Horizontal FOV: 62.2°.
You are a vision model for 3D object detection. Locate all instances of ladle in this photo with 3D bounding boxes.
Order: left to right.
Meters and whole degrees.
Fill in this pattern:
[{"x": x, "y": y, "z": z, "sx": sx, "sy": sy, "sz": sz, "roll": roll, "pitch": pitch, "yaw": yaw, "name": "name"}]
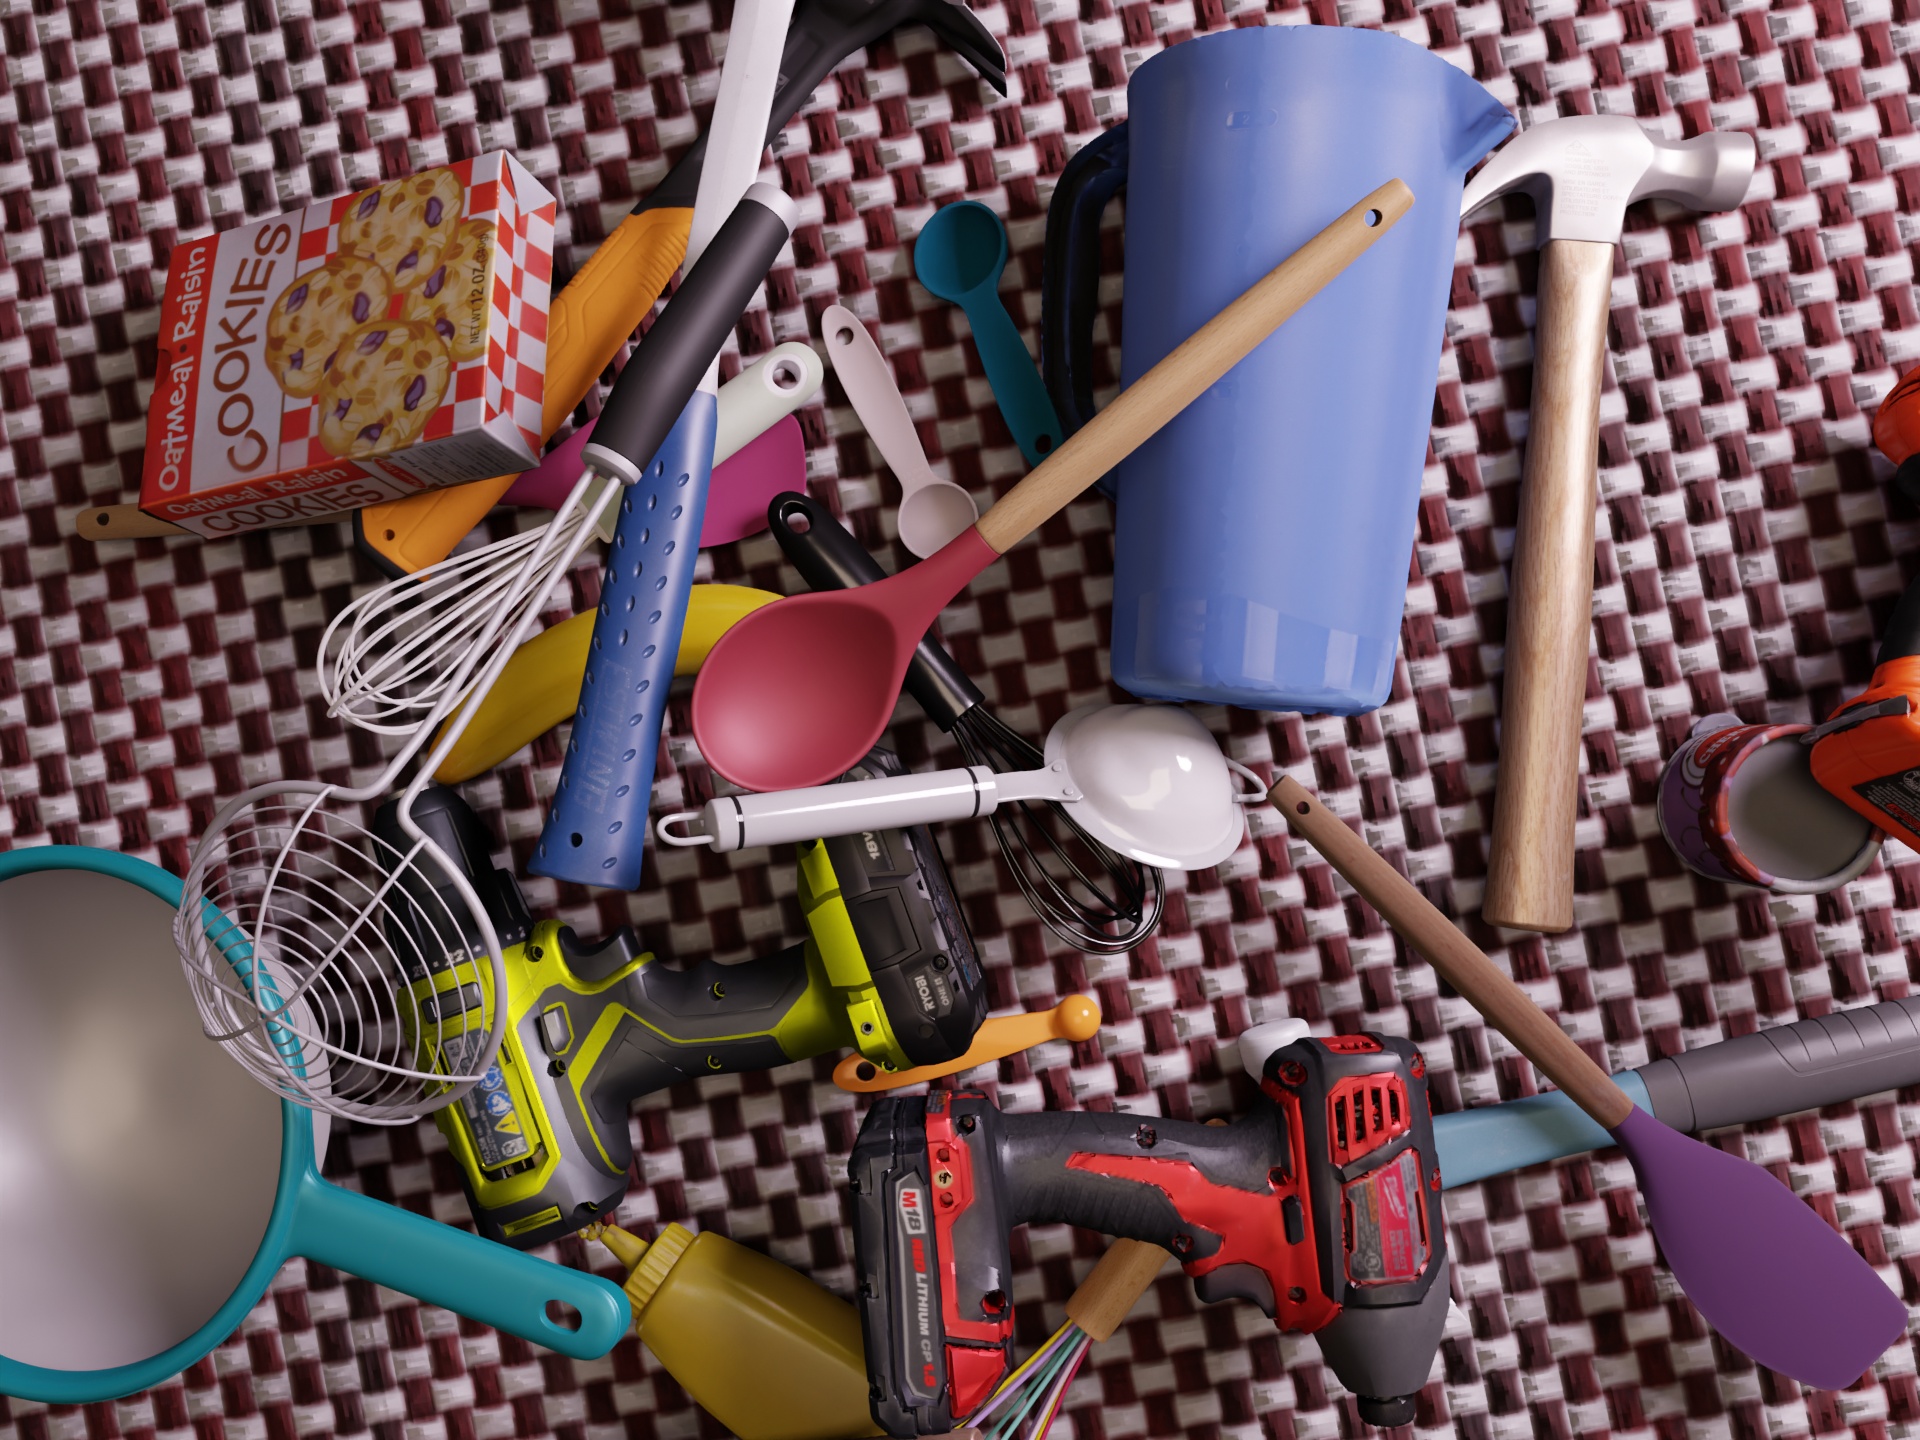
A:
[{"x": 0.028, "y": -0.082, "z": 0.566, "sx": 0.315, "sy": 0.031, "sz": 0.069, "roll": -38, "pitch": 102, "yaw": 14, "name": "ladle"}]

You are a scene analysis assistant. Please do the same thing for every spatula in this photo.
[{"x": 0.235, "y": 0.137, "z": 0.619, "sx": 0.060, "sy": 0.018, "sz": 0.316, "roll": -45, "pitch": 86, "yaw": 1, "name": "spatula"}]

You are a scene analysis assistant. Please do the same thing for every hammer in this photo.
[{"x": -0.127, "y": -0.187, "z": 0.661, "sx": 0.127, "sy": 0.034, "sz": 0.337, "roll": 39, "pitch": 87, "yaw": 6, "name": "hammer"}, {"x": -0.099, "y": -0.137, "z": 0.616, "sx": 0.144, "sy": 0.035, "sz": 0.405, "roll": 10, "pitch": 84, "yaw": 3, "name": "hammer"}, {"x": 0.241, "y": -0.080, "z": 0.649, "sx": 0.130, "sy": 0.031, "sz": 0.331, "roll": 5, "pitch": 89, "yaw": 3, "name": "hammer"}, {"x": 0.288, "y": 0.149, "z": 0.640, "sx": 0.331, "sy": 0.033, "sz": 0.128, "roll": -14, "pitch": 87, "yaw": 3, "name": "hammer"}]

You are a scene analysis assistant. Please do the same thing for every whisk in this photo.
[{"x": -0.157, "y": -0.077, "z": 0.650, "sx": 0.246, "sy": 0.059, "sz": 0.058, "roll": -38, "pitch": 97, "yaw": -7, "name": "whisk"}, {"x": -0.002, "y": -0.001, "z": 0.655, "sx": 0.055, "sy": 0.055, "sz": 0.239, "roll": -40, "pitch": 85, "yaw": 2, "name": "whisk"}, {"x": 0.039, "y": 0.266, "z": 0.649, "sx": 0.047, "sy": 0.051, "sz": 0.245, "roll": 37, "pitch": 85, "yaw": 19, "name": "whisk"}]

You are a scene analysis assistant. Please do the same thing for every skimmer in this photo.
[{"x": -0.153, "y": -0.031, "z": 0.575, "sx": 0.127, "sy": 0.090, "sz": 0.363, "roll": 26, "pitch": 75, "yaw": 8, "name": "skimmer"}]

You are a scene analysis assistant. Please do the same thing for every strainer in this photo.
[{"x": -0.277, "y": 0.172, "z": 0.635, "sx": 0.340, "sy": 0.095, "sz": 0.211, "roll": 17, "pitch": 91, "yaw": 9, "name": "strainer"}, {"x": 0.014, "y": 0.025, "z": 0.595, "sx": 0.258, "sy": 0.050, "sz": 0.087, "roll": -6, "pitch": 49, "yaw": -23, "name": "strainer"}]

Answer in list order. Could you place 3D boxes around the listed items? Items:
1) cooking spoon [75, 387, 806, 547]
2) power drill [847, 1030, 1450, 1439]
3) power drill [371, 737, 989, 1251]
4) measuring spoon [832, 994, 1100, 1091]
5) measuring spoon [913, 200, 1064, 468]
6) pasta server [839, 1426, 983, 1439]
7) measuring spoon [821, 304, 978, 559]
[{"x": -0.224, "y": -0.098, "z": 0.685, "sx": 0.319, "sy": 0.017, "sz": 0.069, "roll": -5, "pitch": 89, "yaw": 3, "name": "cooking spoon"}, {"x": 0.073, "y": 0.199, "z": 0.600, "sx": 0.219, "sy": 0.078, "sz": 0.143, "roll": -6, "pitch": 87, "yaw": 0, "name": "power drill"}, {"x": -0.120, "y": 0.090, "z": 0.646, "sx": 0.228, "sy": 0.080, "sz": 0.190, "roll": -20, "pitch": 87, "yaw": 5, "name": "power drill"}, {"x": 0.002, "y": 0.137, "z": 0.668, "sx": 0.117, "sy": 0.011, "sz": 0.021, "roll": -14, "pitch": 88, "yaw": 3, "name": "measuring spoon"}, {"x": 0.019, "y": -0.156, "z": 0.660, "sx": 0.042, "sy": 0.021, "sz": 0.129, "roll": -27, "pitch": 76, "yaw": 21, "name": "measuring spoon"}, {"x": -0.141, "y": 0.314, "z": 0.632, "sx": 0.316, "sy": 0.040, "sz": 0.060, "roll": -15, "pitch": 102, "yaw": 16, "name": "pasta server"}, {"x": -0.028, "y": -0.122, "z": 0.678, "sx": 0.034, "sy": 0.018, "sz": 0.124, "roll": -27, "pitch": 80, "yaw": 3, "name": "measuring spoon"}]
